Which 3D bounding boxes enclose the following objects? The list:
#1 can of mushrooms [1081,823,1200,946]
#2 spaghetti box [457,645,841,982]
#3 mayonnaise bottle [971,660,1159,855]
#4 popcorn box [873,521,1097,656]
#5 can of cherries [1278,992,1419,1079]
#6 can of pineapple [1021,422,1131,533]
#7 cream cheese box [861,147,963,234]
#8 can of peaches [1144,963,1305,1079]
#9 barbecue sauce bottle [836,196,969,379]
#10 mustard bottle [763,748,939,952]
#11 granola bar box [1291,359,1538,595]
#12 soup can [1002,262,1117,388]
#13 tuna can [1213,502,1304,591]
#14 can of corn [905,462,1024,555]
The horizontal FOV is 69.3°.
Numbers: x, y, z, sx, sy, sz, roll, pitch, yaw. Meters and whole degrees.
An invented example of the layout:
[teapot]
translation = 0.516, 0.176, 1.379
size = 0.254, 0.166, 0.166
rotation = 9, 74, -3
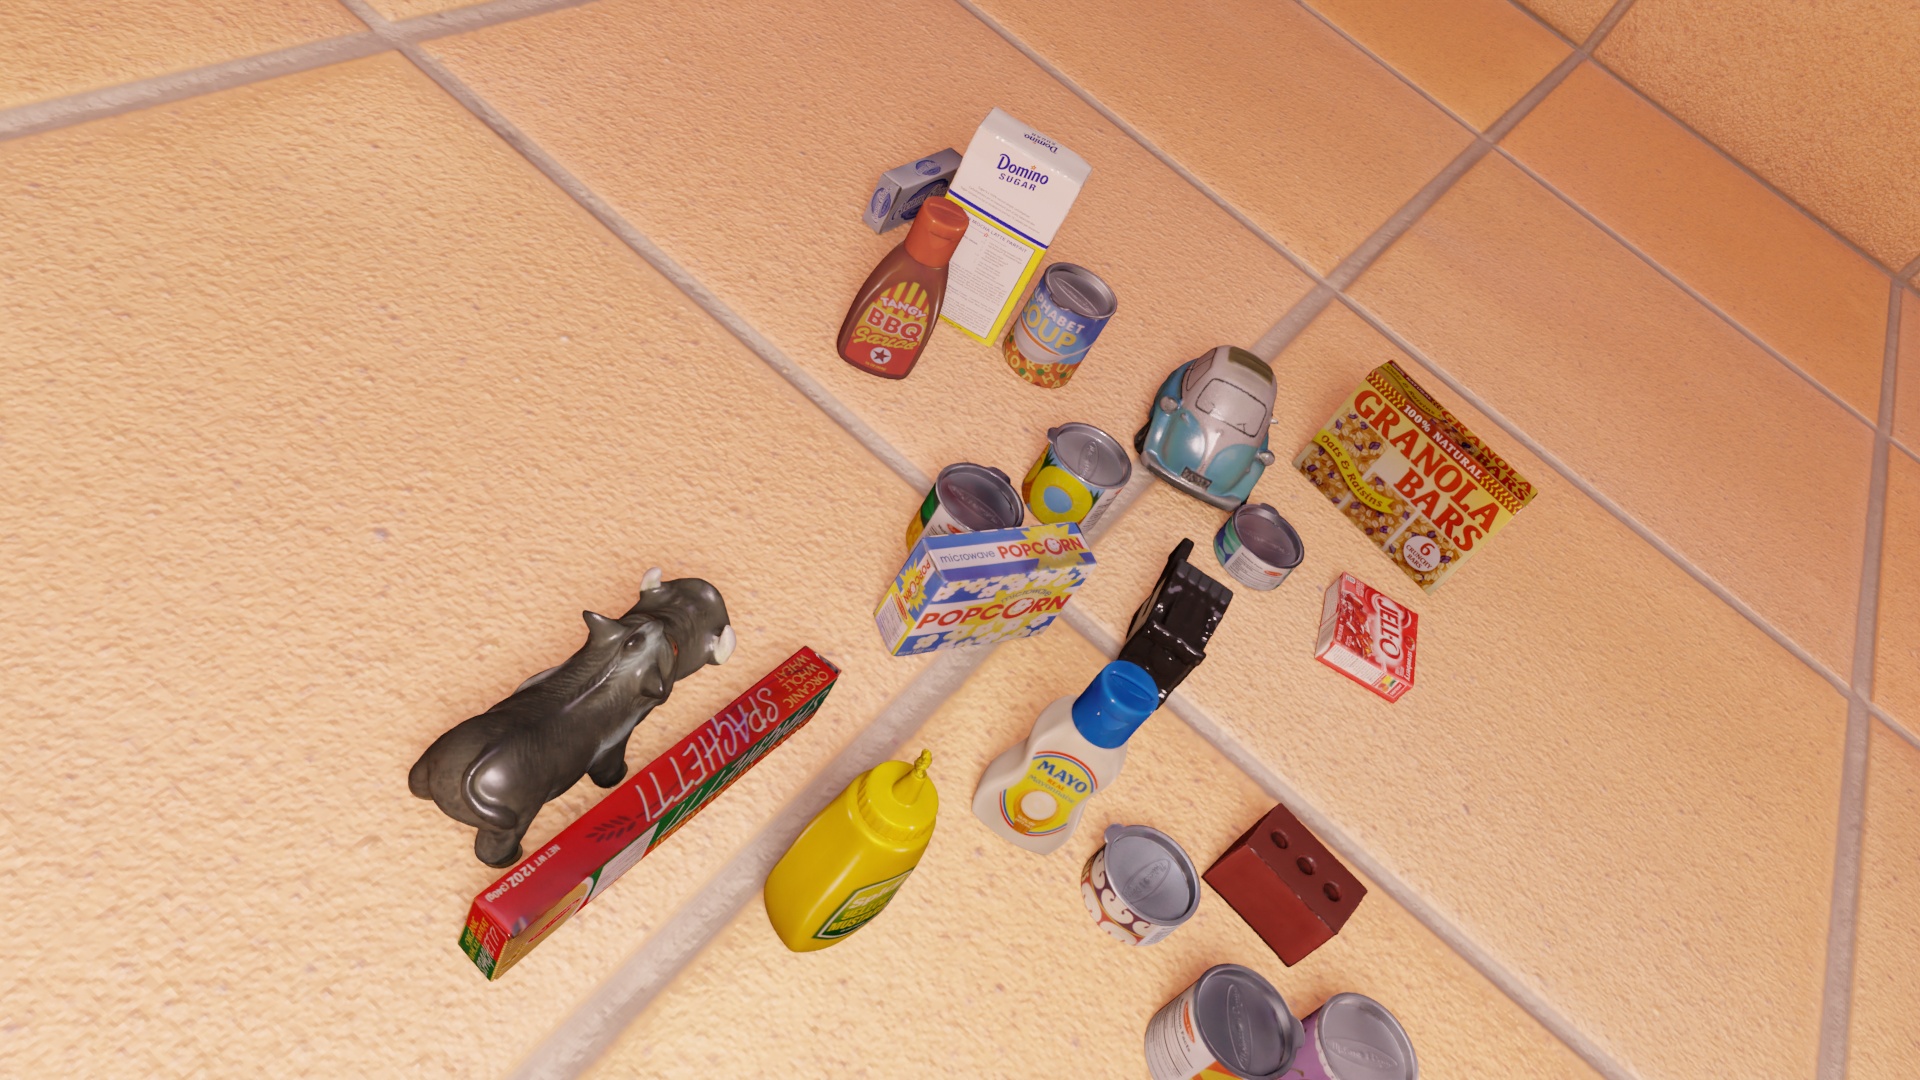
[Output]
[can of mushrooms]
translation = 0.107, 0.207, 0.840
size = 0.071, 0.033, 0.071
rotation = 17, 44, -17
[spaghetti box]
translation = -0.155, 0.135, 0.736
size = 0.029, 0.050, 0.251
rotation = 42, 43, 10
[mayonnaise bottle]
translation = 0.063, 0.125, 0.805
size = 0.065, 0.147, 0.041
rotation = 31, 42, -2
[popcorn box]
translation = 0.016, 0.031, 0.911
size = 0.127, 0.084, 0.038
rotation = -6, 55, -35
[can of cherries]
translation = 0.217, 0.305, 0.796
size = 0.071, 0.058, 0.072
rotation = 17, 44, -17
[can of pineapple]
translation = 0.085, -0.048, 1.048
size = 0.071, 0.057, 0.071
rotation = 17, 44, -17
[cream cheese box]
translation = -0.040, -0.307, 1.219
size = 0.024, 0.053, 0.104
rotation = 42, 43, 10
[can of peaches]
translation = 0.147, 0.281, 0.777
size = 0.071, 0.057, 0.071
rotation = 17, 44, -17
[barbecue sauce bottle]
translation = -0.039, -0.188, 1.037
size = 0.065, 0.147, 0.044
rotation = 19, 44, -15
[mustard bottle]
translation = -0.049, 0.153, 0.702
size = 0.065, 0.159, 0.049
rotation = -13, 59, -39
[granola bar box]
translation = 0.385, -0.054, 1.185
size = 0.166, 0.123, 0.039
rotation = 47, 44, 15
[soup can]
translation = 0.079, -0.176, 1.145
size = 0.071, 0.083, 0.072
rotation = 17, 44, -17
[tuna can]
translation = 0.238, 0.004, 1.110
size = 0.071, 0.032, 0.071
rotation = 17, 44, -17
[can of corn]
translation = 0.003, -0.012, 0.965
size = 0.071, 0.058, 0.071
rotation = 17, 44, -17
